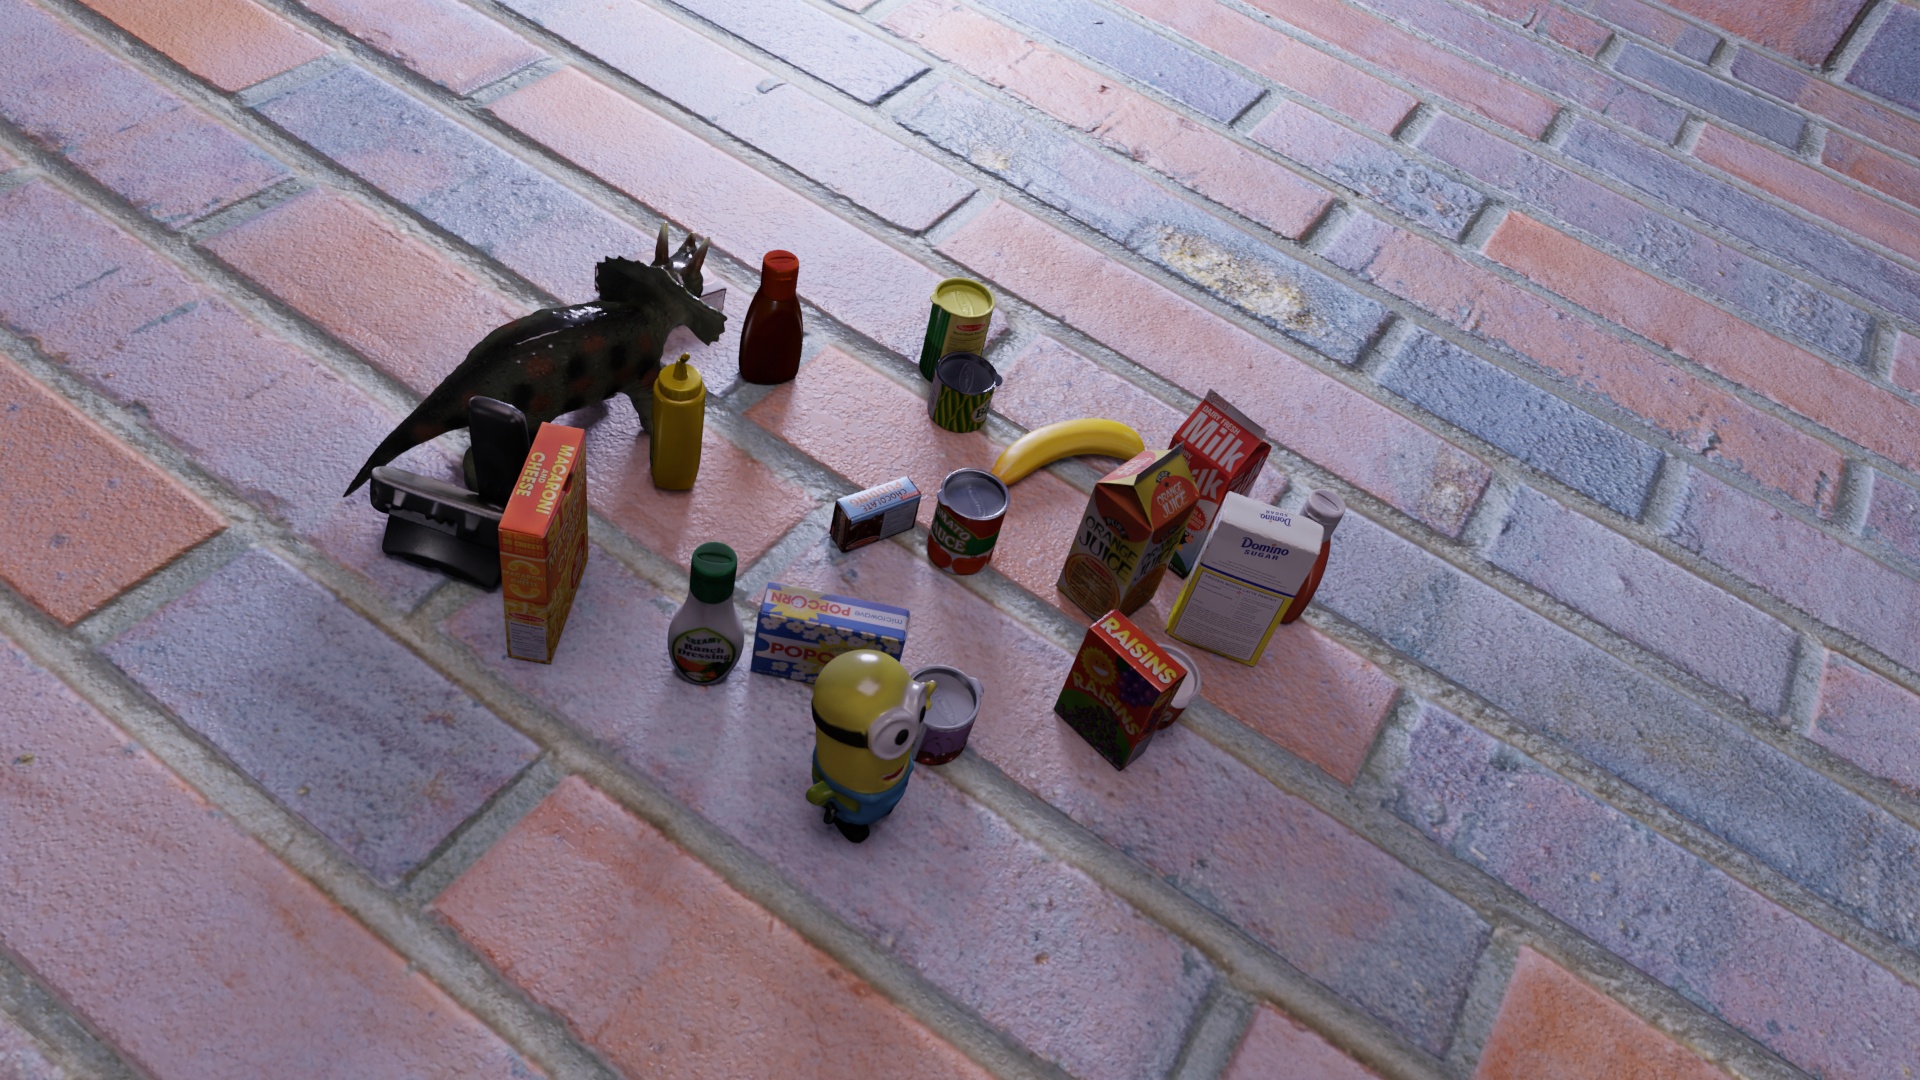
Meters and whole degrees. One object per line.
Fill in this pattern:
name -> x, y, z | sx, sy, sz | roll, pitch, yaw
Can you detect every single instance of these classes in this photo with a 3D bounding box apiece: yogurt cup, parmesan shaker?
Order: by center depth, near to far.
yogurt cup -> 0.178, 0.135, 1.256 | 0.072, 0.053, 0.073 | 8, 47, -8
parmesan shaker -> -0.008, -0.222, 1.495 | 0.071, 0.102, 0.072 | 8, 47, -8

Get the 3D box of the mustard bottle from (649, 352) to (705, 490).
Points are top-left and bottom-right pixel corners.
mustard bottle -> -0.263, -0.118, 1.294 | 0.049, 0.159, 0.065 | 2, 48, -13

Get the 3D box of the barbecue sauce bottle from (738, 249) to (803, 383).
barbecue sauce bottle -> -0.190, -0.228, 1.421 | 0.065, 0.147, 0.044 | -8, 52, -21

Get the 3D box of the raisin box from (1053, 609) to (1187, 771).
raisin box -> 0.137, 0.130, 1.201 | 0.040, 0.122, 0.086 | -31, 62, -35

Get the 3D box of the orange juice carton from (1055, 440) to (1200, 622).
orange juice carton -> 0.158, -0.011, 1.287 | 0.073, 0.191, 0.072 | 42, 52, 22

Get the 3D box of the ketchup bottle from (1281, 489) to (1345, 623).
ketchup bottle -> 0.326, 0.013, 1.339 | 0.065, 0.148, 0.044 | 41, 51, 21

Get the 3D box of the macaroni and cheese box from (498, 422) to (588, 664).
macaroni and cheese box -> -0.345, 0.003, 1.159 | 0.040, 0.165, 0.124 | 11, 47, -5

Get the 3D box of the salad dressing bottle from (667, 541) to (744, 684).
salad dressing bottle -> -0.210, 0.061, 1.156 | 0.064, 0.146, 0.044 | 8, 47, -7

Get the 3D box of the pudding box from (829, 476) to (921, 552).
pudding box -> -0.081, -0.025, 1.334 | 0.084, 0.049, 0.030 | -21, 57, -30

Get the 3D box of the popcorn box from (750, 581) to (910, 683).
popcorn box -> -0.113, 0.087, 1.201 | 0.127, 0.084, 0.038 | 12, 47, -4

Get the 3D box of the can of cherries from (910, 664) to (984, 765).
can of cherries -> -0.018, 0.149, 1.187 | 0.071, 0.058, 0.072 | 8, 47, -8

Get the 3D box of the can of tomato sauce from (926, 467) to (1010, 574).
can of tomato sauce -> 0.005, -0.017, 1.326 | 0.071, 0.082, 0.071 | 8, 47, -8

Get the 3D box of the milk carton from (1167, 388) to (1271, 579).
milk carton -> 0.239, -0.059, 1.353 | 0.072, 0.189, 0.074 | 40, 51, 21

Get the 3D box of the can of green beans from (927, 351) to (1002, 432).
can of green beans -> 0.002, -0.156, 1.469 | 0.071, 0.057, 0.071 | 8, 47, -8
